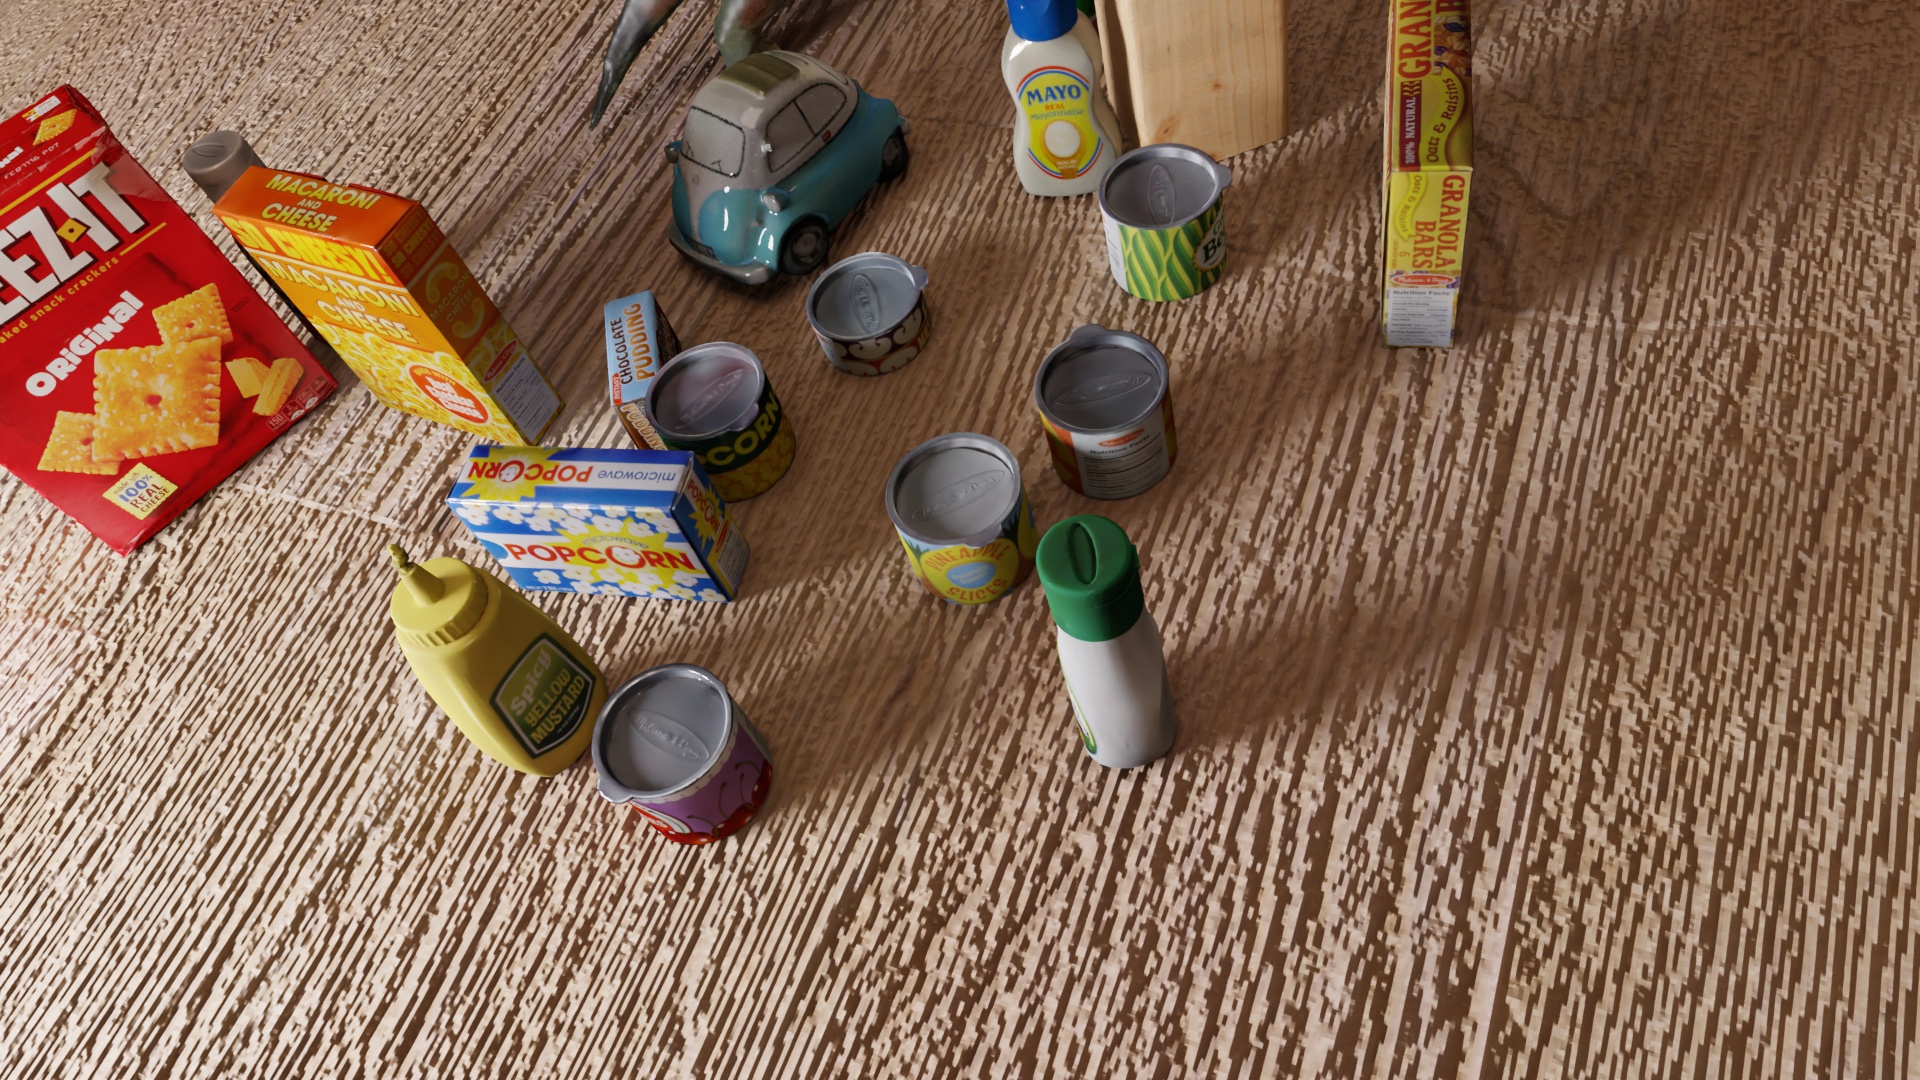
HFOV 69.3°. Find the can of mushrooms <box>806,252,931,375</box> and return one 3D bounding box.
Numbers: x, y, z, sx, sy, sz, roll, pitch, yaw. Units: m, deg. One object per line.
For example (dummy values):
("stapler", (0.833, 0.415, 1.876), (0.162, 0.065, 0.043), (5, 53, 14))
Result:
("can of mushrooms", (-0.049, -0.129, 0.788), (0.071, 0.033, 0.071), (-7, 55, 10))

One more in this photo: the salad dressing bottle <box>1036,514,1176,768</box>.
("salad dressing bottle", (0.061, 0.044, 0.572), (0.044, 0.147, 0.064), (-11, 55, 7))

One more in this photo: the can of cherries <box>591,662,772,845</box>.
("can of cherries", (-0.128, 0.100, 0.636), (0.071, 0.058, 0.072), (-7, 55, 10))

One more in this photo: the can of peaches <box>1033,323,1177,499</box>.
("can of peaches", (0.074, -0.064, 0.698), (0.071, 0.057, 0.071), (-7, 55, 10))

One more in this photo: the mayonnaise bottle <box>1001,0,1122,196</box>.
("mayonnaise bottle", (0.053, -0.261, 0.782), (0.065, 0.147, 0.041), (-3, 56, 12))

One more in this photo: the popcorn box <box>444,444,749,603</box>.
("popcorn box", (-0.181, -0.008, 0.707), (0.127, 0.085, 0.038), (3, 57, 16))

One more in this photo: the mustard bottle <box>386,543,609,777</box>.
("mustard bottle", (-0.215, 0.051, 0.629), (0.049, 0.159, 0.065), (20, 64, 25))

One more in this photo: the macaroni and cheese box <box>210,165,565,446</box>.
("macaroni and cheese box", (-0.312, -0.127, 0.771), (0.124, 0.165, 0.040), (16, 62, 23))

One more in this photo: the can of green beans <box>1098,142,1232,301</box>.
("can of green beans", (0.112, -0.174, 0.764), (0.071, 0.057, 0.071), (-7, 55, 10))

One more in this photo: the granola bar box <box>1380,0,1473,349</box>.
("granola bar box", (0.236, -0.200, 0.709), (0.039, 0.123, 0.166), (2, 57, 16))

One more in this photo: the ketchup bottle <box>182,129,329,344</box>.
("ketchup bottle", (-0.407, -0.181, 0.843), (0.065, 0.148, 0.044), (9, 59, 20))

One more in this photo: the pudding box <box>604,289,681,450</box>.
("pudding box", (-0.178, -0.095, 0.788), (0.030, 0.049, 0.084), (-16, 54, 3))

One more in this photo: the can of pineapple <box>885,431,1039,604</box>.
("can of pineapple", (0.002, -0.009, 0.678), (0.071, 0.057, 0.071), (-7, 55, 10))

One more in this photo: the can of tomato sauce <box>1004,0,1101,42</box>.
("can of tomato sauce", (0.061, -0.354, 0.884), (0.071, 0.082, 0.071), (-7, 55, 10))

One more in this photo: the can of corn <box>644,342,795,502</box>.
("can of corn", (-0.126, -0.062, 0.746), (0.071, 0.058, 0.071), (-7, 55, 10))
